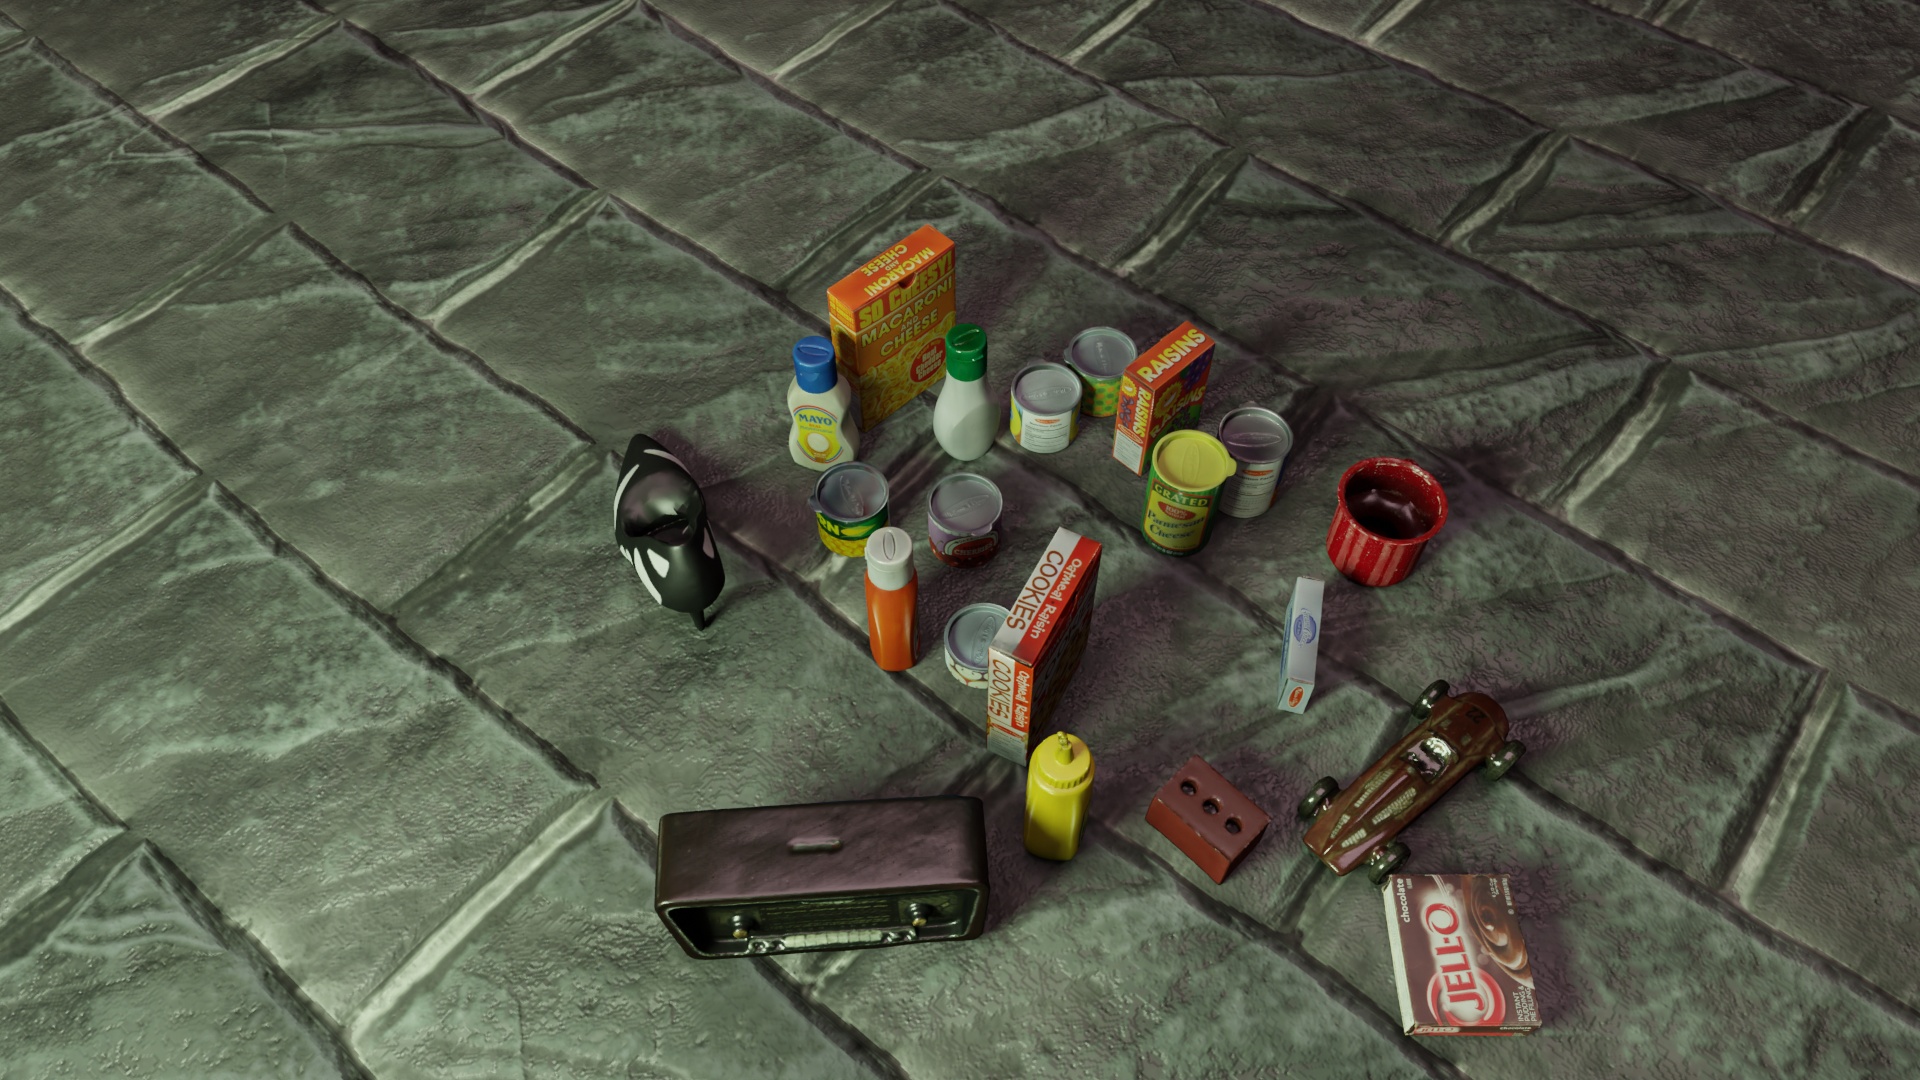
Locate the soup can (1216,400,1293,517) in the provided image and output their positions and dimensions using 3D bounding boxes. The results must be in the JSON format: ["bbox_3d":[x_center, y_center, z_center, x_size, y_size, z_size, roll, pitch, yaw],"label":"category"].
[{"bbox_3d":[0.259,-0.072,1.252,0.071,0.083,0.072,0,55,0],"label":"soup can"}]

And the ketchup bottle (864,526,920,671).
[{"bbox_3d":[-0.056,0.045,1.130,0.043,0.148,0.065,-4,56,-3],"label":"ketchup bottle"}]

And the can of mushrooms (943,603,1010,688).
[{"bbox_3d":[0.022,0.090,1.169,0.071,0.033,0.071,0,55,0],"label":"can of mushrooms"}]

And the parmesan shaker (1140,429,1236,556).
[{"bbox_3d":[0.198,-0.039,1.217,0.071,0.102,0.071,0,55,0],"label":"parmesan shaker"}]

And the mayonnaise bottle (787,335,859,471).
[{"bbox_3d":[-0.126,-0.121,1.245,0.065,0.147,0.041,10,56,7],"label":"mayonnaise bottle"}]

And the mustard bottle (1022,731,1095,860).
[{"bbox_3d":[0.074,0.183,1.027,0.049,0.159,0.065,10,56,6],"label":"mustard bottle"}]

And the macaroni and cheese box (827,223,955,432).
[{"bbox_3d":[-0.059,-0.194,1.285,0.124,0.165,0.040,-38,64,-23],"label":"macaroni and cheese box"}]

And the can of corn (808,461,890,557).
[{"bbox_3d":[-0.098,-0.026,1.234,0.071,0.058,0.071,0,55,0],"label":"can of corn"}]

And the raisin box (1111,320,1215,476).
[{"bbox_3d":[0.184,-0.129,1.267,0.086,0.122,0.040,-38,63,-23],"label":"raisin box"}]

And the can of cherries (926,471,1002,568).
[{"bbox_3d":[0.004,-0.015,1.227,0.071,0.058,0.072,0,55,0],"label":"can of cherries"}]

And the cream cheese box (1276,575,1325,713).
[{"bbox_3d":[0.284,0.087,1.160,0.024,0.053,0.104,11,56,7],"label":"cream cheese box"}]

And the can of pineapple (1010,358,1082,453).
[{"bbox_3d":[0.080,-0.126,1.304,0.071,0.057,0.071,0,55,0],"label":"can of pineapple"}]

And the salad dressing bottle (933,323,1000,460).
[{"bbox_3d":[0.006,-0.133,1.255,0.064,0.147,0.044,-28,60,-18],"label":"salad dressing bottle"}]

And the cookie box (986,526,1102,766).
[{"bbox_3d":[0.065,0.086,1.091,0.040,0.166,0.123,23,58,15],"label":"cookie box"}]

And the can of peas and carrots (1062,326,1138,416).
[{"bbox_3d":[0.131,-0.160,1.328,0.071,0.058,0.071,0,55,0],"label":"can of peas and carrots"}]
